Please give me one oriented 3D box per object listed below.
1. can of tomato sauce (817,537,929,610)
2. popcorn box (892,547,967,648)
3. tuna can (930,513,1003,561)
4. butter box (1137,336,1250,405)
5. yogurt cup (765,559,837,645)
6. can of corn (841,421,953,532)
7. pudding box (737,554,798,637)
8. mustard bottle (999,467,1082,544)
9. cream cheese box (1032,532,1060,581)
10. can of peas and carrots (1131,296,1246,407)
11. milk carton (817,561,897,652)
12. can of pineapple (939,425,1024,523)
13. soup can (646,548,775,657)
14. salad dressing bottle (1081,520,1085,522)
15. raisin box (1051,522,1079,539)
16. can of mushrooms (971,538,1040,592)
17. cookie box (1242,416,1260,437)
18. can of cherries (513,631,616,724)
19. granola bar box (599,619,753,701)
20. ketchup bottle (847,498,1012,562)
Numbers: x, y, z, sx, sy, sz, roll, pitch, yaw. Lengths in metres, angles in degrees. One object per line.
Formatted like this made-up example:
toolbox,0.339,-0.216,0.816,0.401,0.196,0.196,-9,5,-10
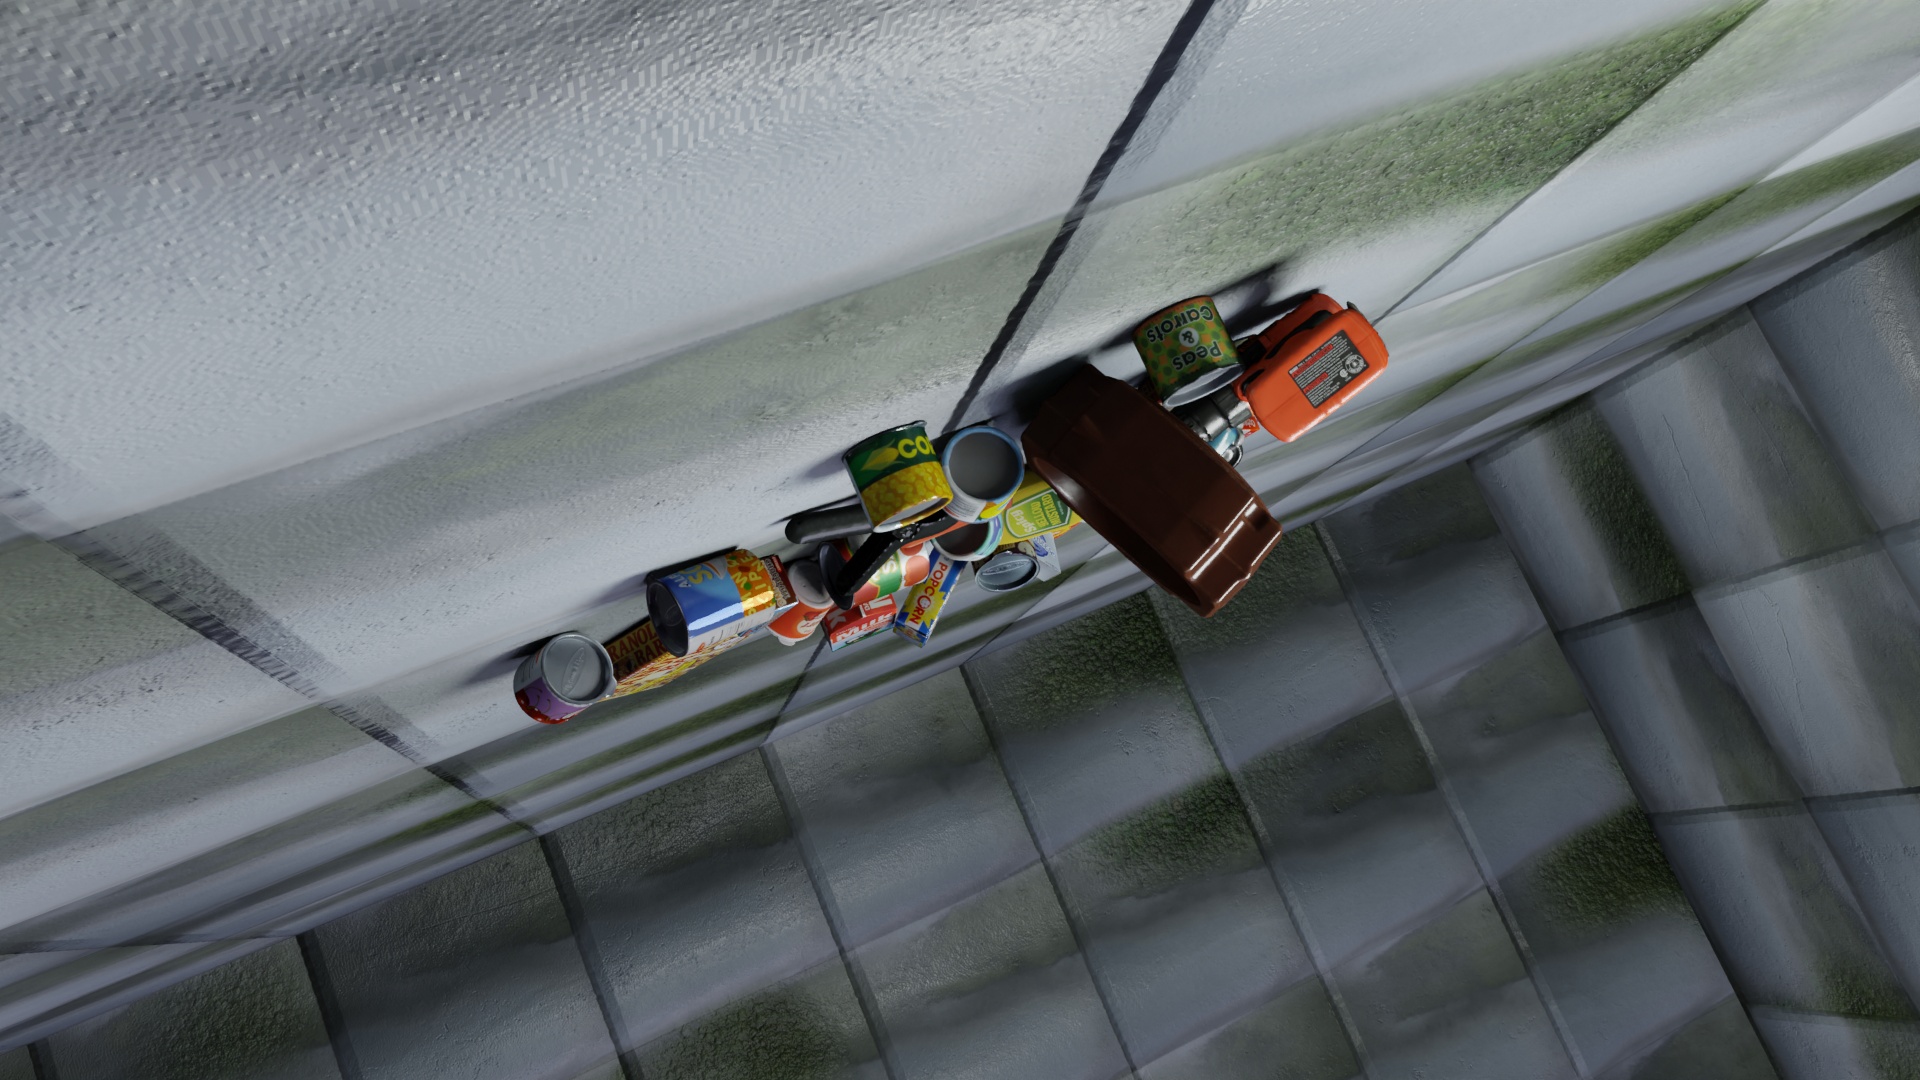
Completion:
can of tomato sauce,-0.079,0.019,1.283,0.083,0.071,0.071,-19,170,-27
popcorn box,-0.024,0.042,1.427,0.127,0.038,0.085,-62,179,-13
tuna can,0.005,-0.016,1.298,0.071,0.071,0.033,-27,169,18
butter box,0.207,-0.144,1.190,0.104,0.024,0.053,-20,169,-24
yogurt cup,-0.153,0.054,1.308,0.072,0.072,0.053,-13,158,-47
can of corn,-0.044,-0.046,1.019,0.071,0.058,0.071,-23,171,-4
pudding box,-0.183,0.051,1.256,0.030,0.050,0.083,-18,169,-37
mustard bottle,0.048,-0.027,1.335,0.160,0.065,0.049,-21,-147,7
cream cheese box,0.062,-0.001,1.436,0.024,0.053,0.103,-29,143,26
can of peas and carrots,0.166,-0.138,1.013,0.071,0.059,0.071,-23,170,-4
milk carton,-0.111,0.057,1.401,0.073,0.072,0.190,-22,170,-8
can of pineapple,0.015,-0.054,1.103,0.071,0.071,0.057,-21,170,-14
soup can,-0.204,0.047,1.132,0.084,0.071,0.071,-23,172,-34
salad dressing bottle,0.113,-0.044,1.425,0.148,0.064,0.043,-8,142,-35
raisin box,0.098,-0.031,1.522,0.086,0.040,0.123,-17,168,-35
can of mushrooms,0.043,0.019,1.379,0.071,0.033,0.070,-9,145,-6
cookie box,0.215,-0.101,1.407,0.122,0.040,0.168,-29,168,31
can of cherries,-0.341,0.121,1.199,0.072,0.071,0.058,-13,166,-47
granola bar box,-0.289,0.106,1.344,0.165,0.039,0.124,-29,170,31
ketchup bottle,-0.029,-0.023,1.233,0.149,0.043,0.064,-22,170,-7
